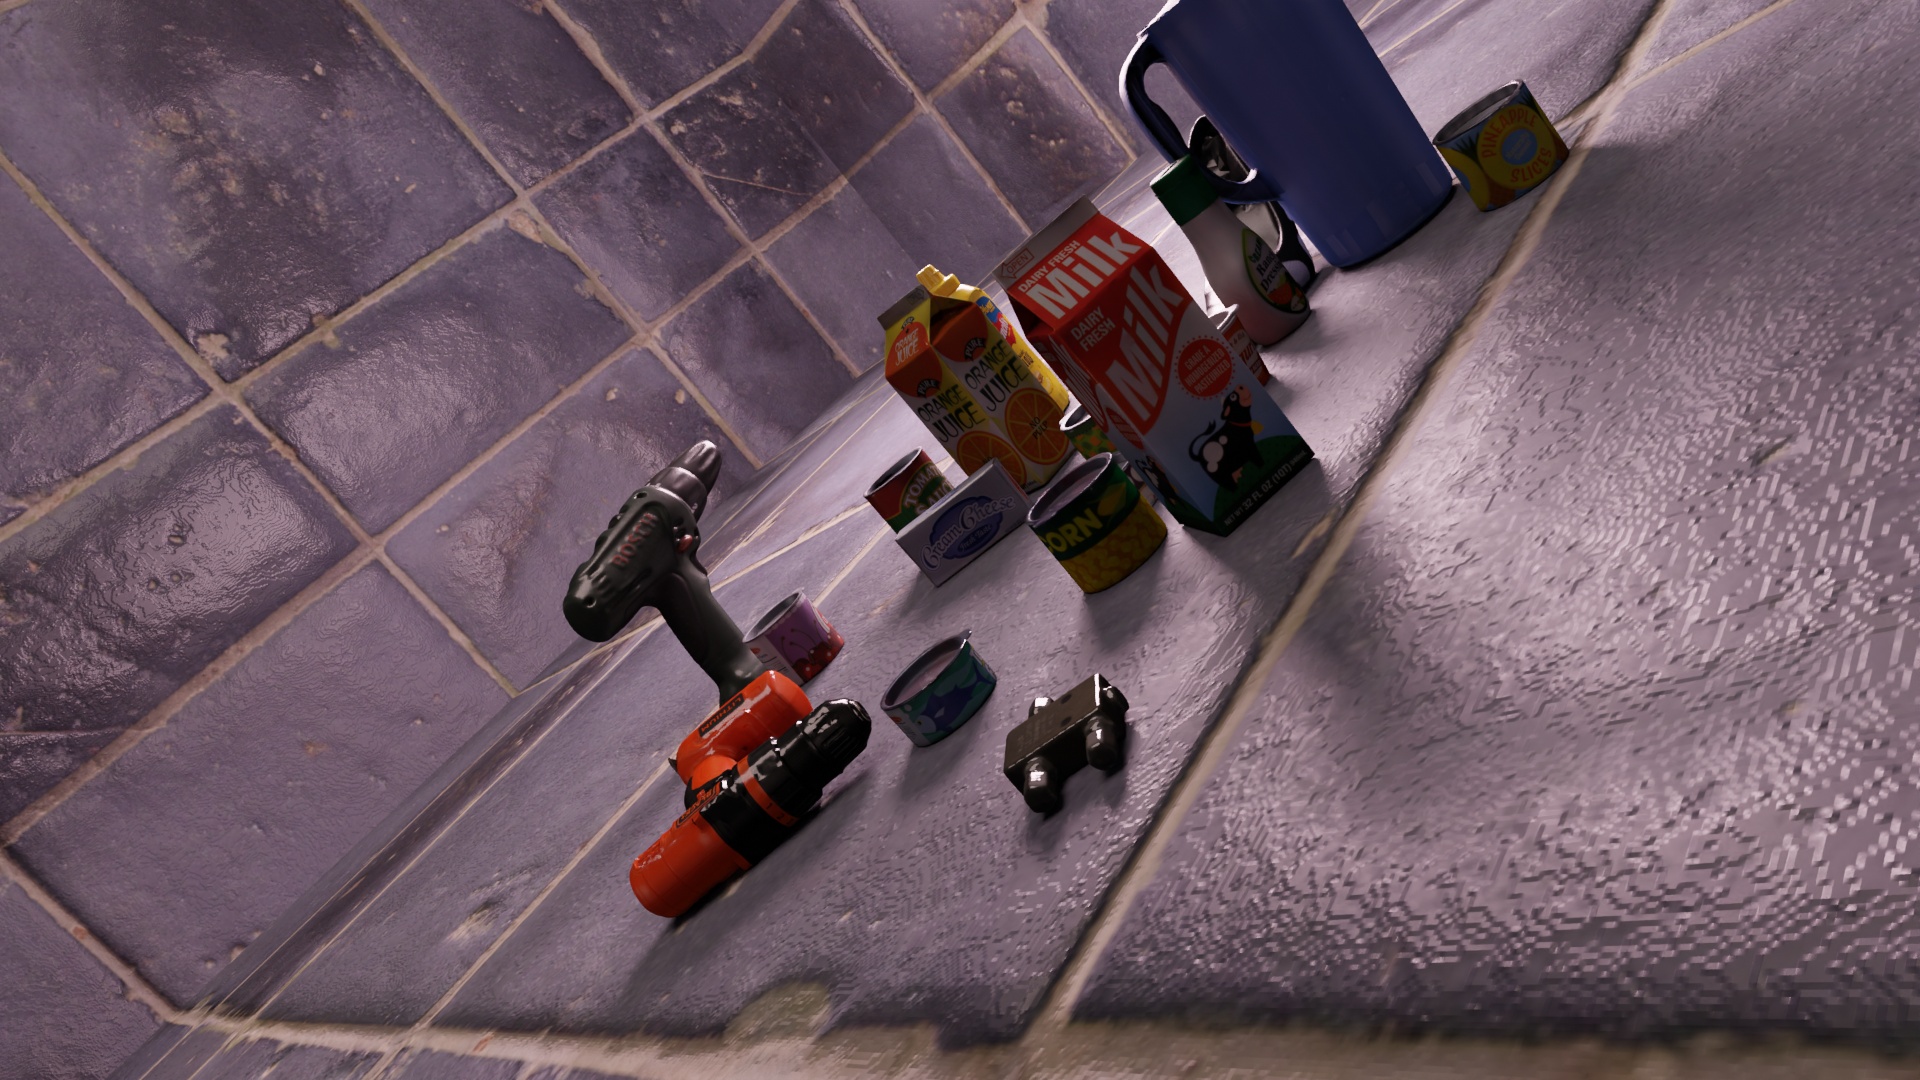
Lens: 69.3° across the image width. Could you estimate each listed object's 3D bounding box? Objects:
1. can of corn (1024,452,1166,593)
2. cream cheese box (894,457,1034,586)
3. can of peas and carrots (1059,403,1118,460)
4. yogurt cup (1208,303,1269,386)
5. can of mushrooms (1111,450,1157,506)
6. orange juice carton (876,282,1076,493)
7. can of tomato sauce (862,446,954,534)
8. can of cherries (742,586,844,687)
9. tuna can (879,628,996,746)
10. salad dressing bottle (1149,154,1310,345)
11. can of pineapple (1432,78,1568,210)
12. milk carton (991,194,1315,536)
[{"bbox_3d":[0.081,-0.009,0.841,0.071,0.058,0.071,-38,12,10],"label":"can of corn"},{"bbox_3d":[0.004,-0.014,1.109,0.103,0.053,0.024,-37,12,13],"label":"cream cheese box"},{"bbox_3d":[0.113,-0.077,0.992,0.071,0.058,0.071,-38,12,10],"label":"can of peas and carrots"},{"bbox_3d":[0.177,-0.120,0.965,0.072,0.054,0.072,-38,12,10],"label":"yogurt cup"},{"bbox_3d":[0.100,-0.031,0.923,0.071,0.033,0.071,-38,12,10],"label":"can of mushrooms"},{"bbox_3d":[0.008,-0.128,1.174,0.071,0.192,0.073,-26,18,51],"label":"orange juice carton"},{"bbox_3d":[-0.032,-0.029,1.205,0.071,0.083,0.071,-38,12,10],"label":"can of tomato sauce"},{"bbox_3d":[-0.140,0.083,1.182,0.071,0.058,0.072,-38,12,10],"label":"can of cherries"},{"bbox_3d":[-0.011,0.088,0.832,0.071,0.033,0.071,-38,12,10],"label":"tuna can"},{"bbox_3d":[0.196,-0.213,1.018,0.044,0.147,0.064,-28,17,46],"label":"salad dressing bottle"},{"bbox_3d":[0.357,-0.260,0.917,0.071,0.058,0.071,-38,12,10],"label":"can of pineapple"},{"bbox_3d":[0.103,-0.098,0.778,0.072,0.190,0.073,-41,12,-5],"label":"milk carton"}]
